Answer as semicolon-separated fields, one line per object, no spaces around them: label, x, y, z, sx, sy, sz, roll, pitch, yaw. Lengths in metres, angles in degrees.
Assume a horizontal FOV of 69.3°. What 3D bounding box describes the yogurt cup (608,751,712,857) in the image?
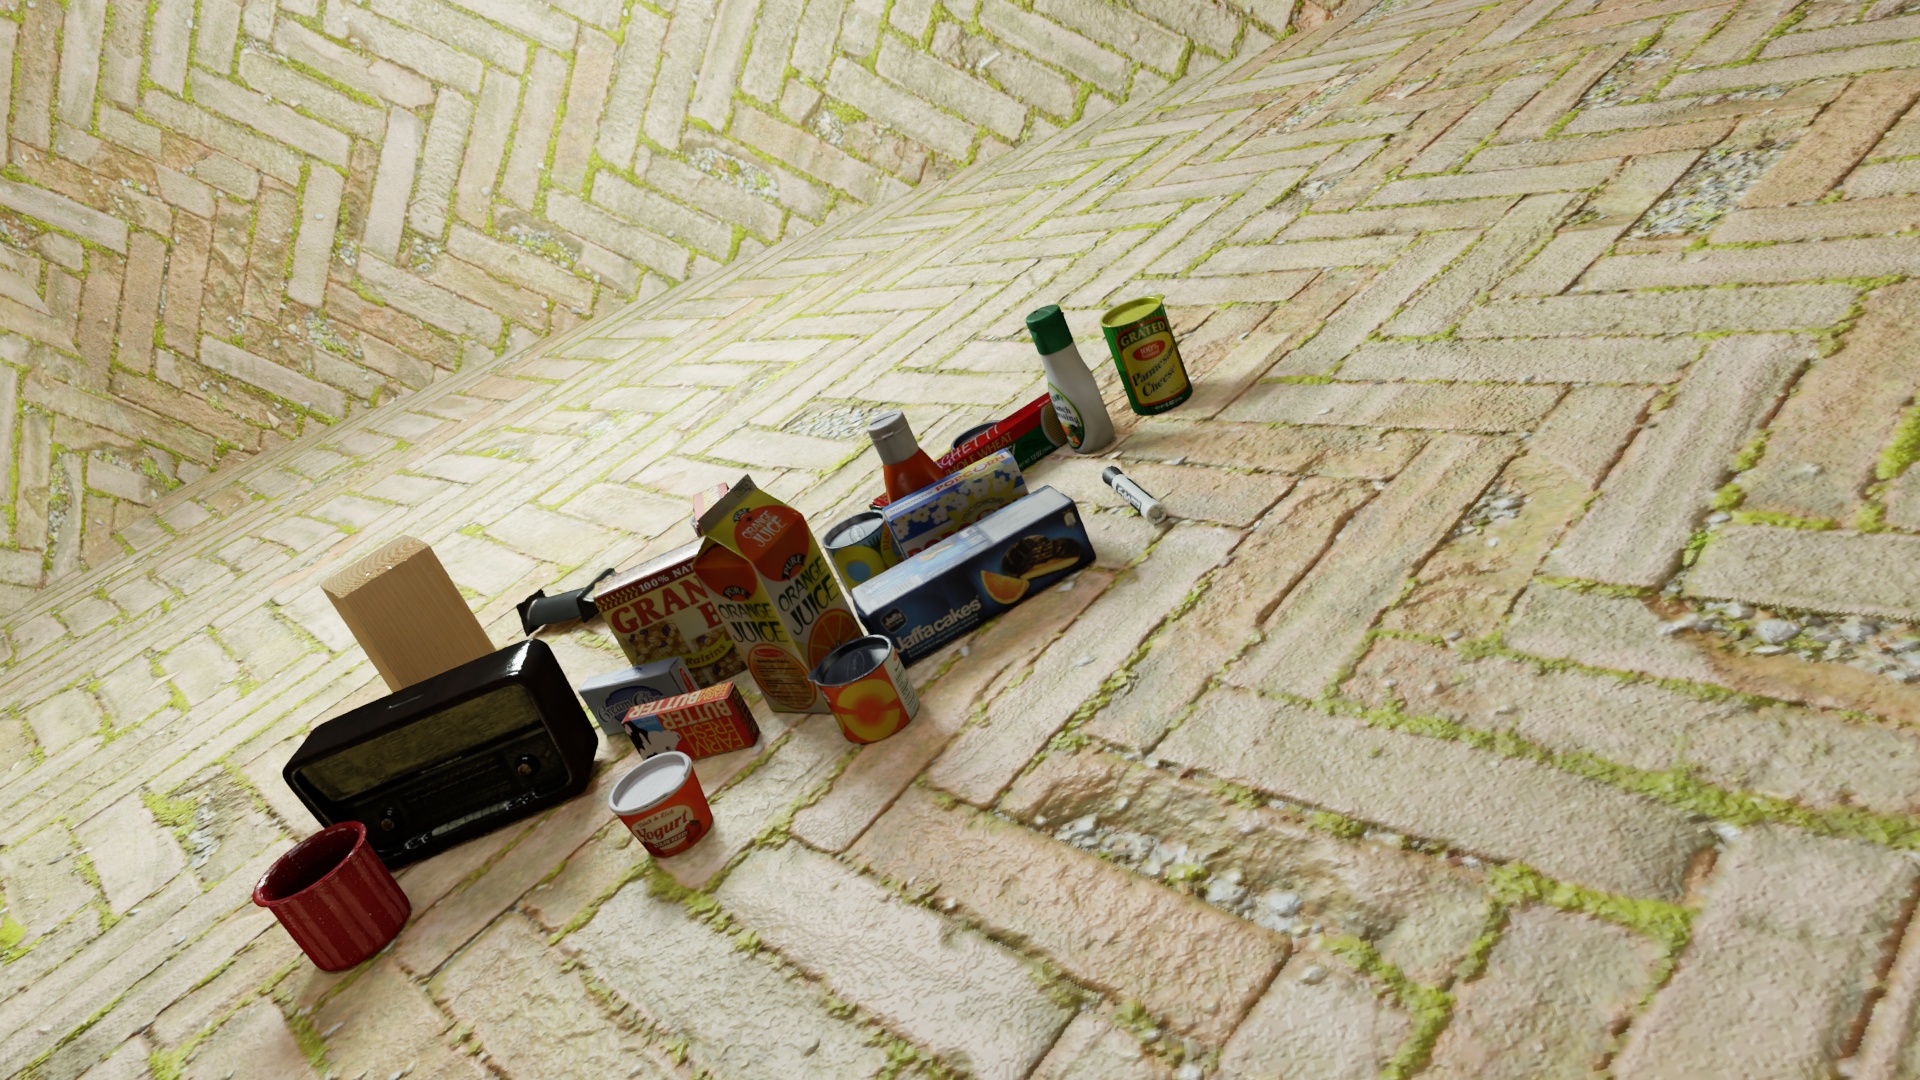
yogurt cup;-0.223;0.201;1.046;0.072;0.053;0.073;-20;24;10

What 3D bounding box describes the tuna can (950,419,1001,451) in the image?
tuna can;0.028;-0.097;1.454;0.071;0.032;0.071;-20;24;10

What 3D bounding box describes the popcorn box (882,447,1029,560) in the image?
popcorn box;0.004;-0.016;1.243;0.127;0.085;0.038;-26;24;-4

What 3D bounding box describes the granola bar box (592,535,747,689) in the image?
granola bar box;-0.226;0.063;1.248;0.165;0.123;0.039;-24;23;1

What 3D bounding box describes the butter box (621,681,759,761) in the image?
butter box;-0.222;0.153;1.144;0.103;0.053;0.024;-16;25;19

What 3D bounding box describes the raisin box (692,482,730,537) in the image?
raisin box;-0.213;0.014;1.337;0.040;0.123;0.086;-25;24;-2

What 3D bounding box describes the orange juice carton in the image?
orange juice carton;-0.151;0.044;1.131;0.073;0.192;0.072;-5;30;38

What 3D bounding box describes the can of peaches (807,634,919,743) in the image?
can of peaches;-0.074;0.116;1.078;0.071;0.058;0.071;-20;24;10

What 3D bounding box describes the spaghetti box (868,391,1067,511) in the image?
spaghetti box;0.023;-0.078;1.397;0.251;0.050;0.029;-33;25;-19

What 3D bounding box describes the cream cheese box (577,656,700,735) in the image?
cream cheese box;-0.283;0.139;1.231;0.103;0.053;0.024;-14;26;23

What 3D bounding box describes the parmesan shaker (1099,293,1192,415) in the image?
parmesan shaker;0.191;-0.187;1.401;0.071;0.102;0.071;-20;24;10

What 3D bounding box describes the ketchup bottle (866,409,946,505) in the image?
ketchup bottle;-0.040;-0.047;1.269;0.065;0.148;0.044;-21;24;8

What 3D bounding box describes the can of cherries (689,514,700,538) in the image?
can of cherries;-0.250;-0.011;1.505;0.071;0.058;0.072;-20;24;10

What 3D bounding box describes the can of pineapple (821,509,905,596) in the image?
can of pineapple;-0.087;0.012;1.305;0.071;0.057;0.071;-20;24;10

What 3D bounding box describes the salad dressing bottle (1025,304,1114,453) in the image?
salad dressing bottle;0.106;-0.159;1.367;0.044;0.147;0.064;-31;24;-14
